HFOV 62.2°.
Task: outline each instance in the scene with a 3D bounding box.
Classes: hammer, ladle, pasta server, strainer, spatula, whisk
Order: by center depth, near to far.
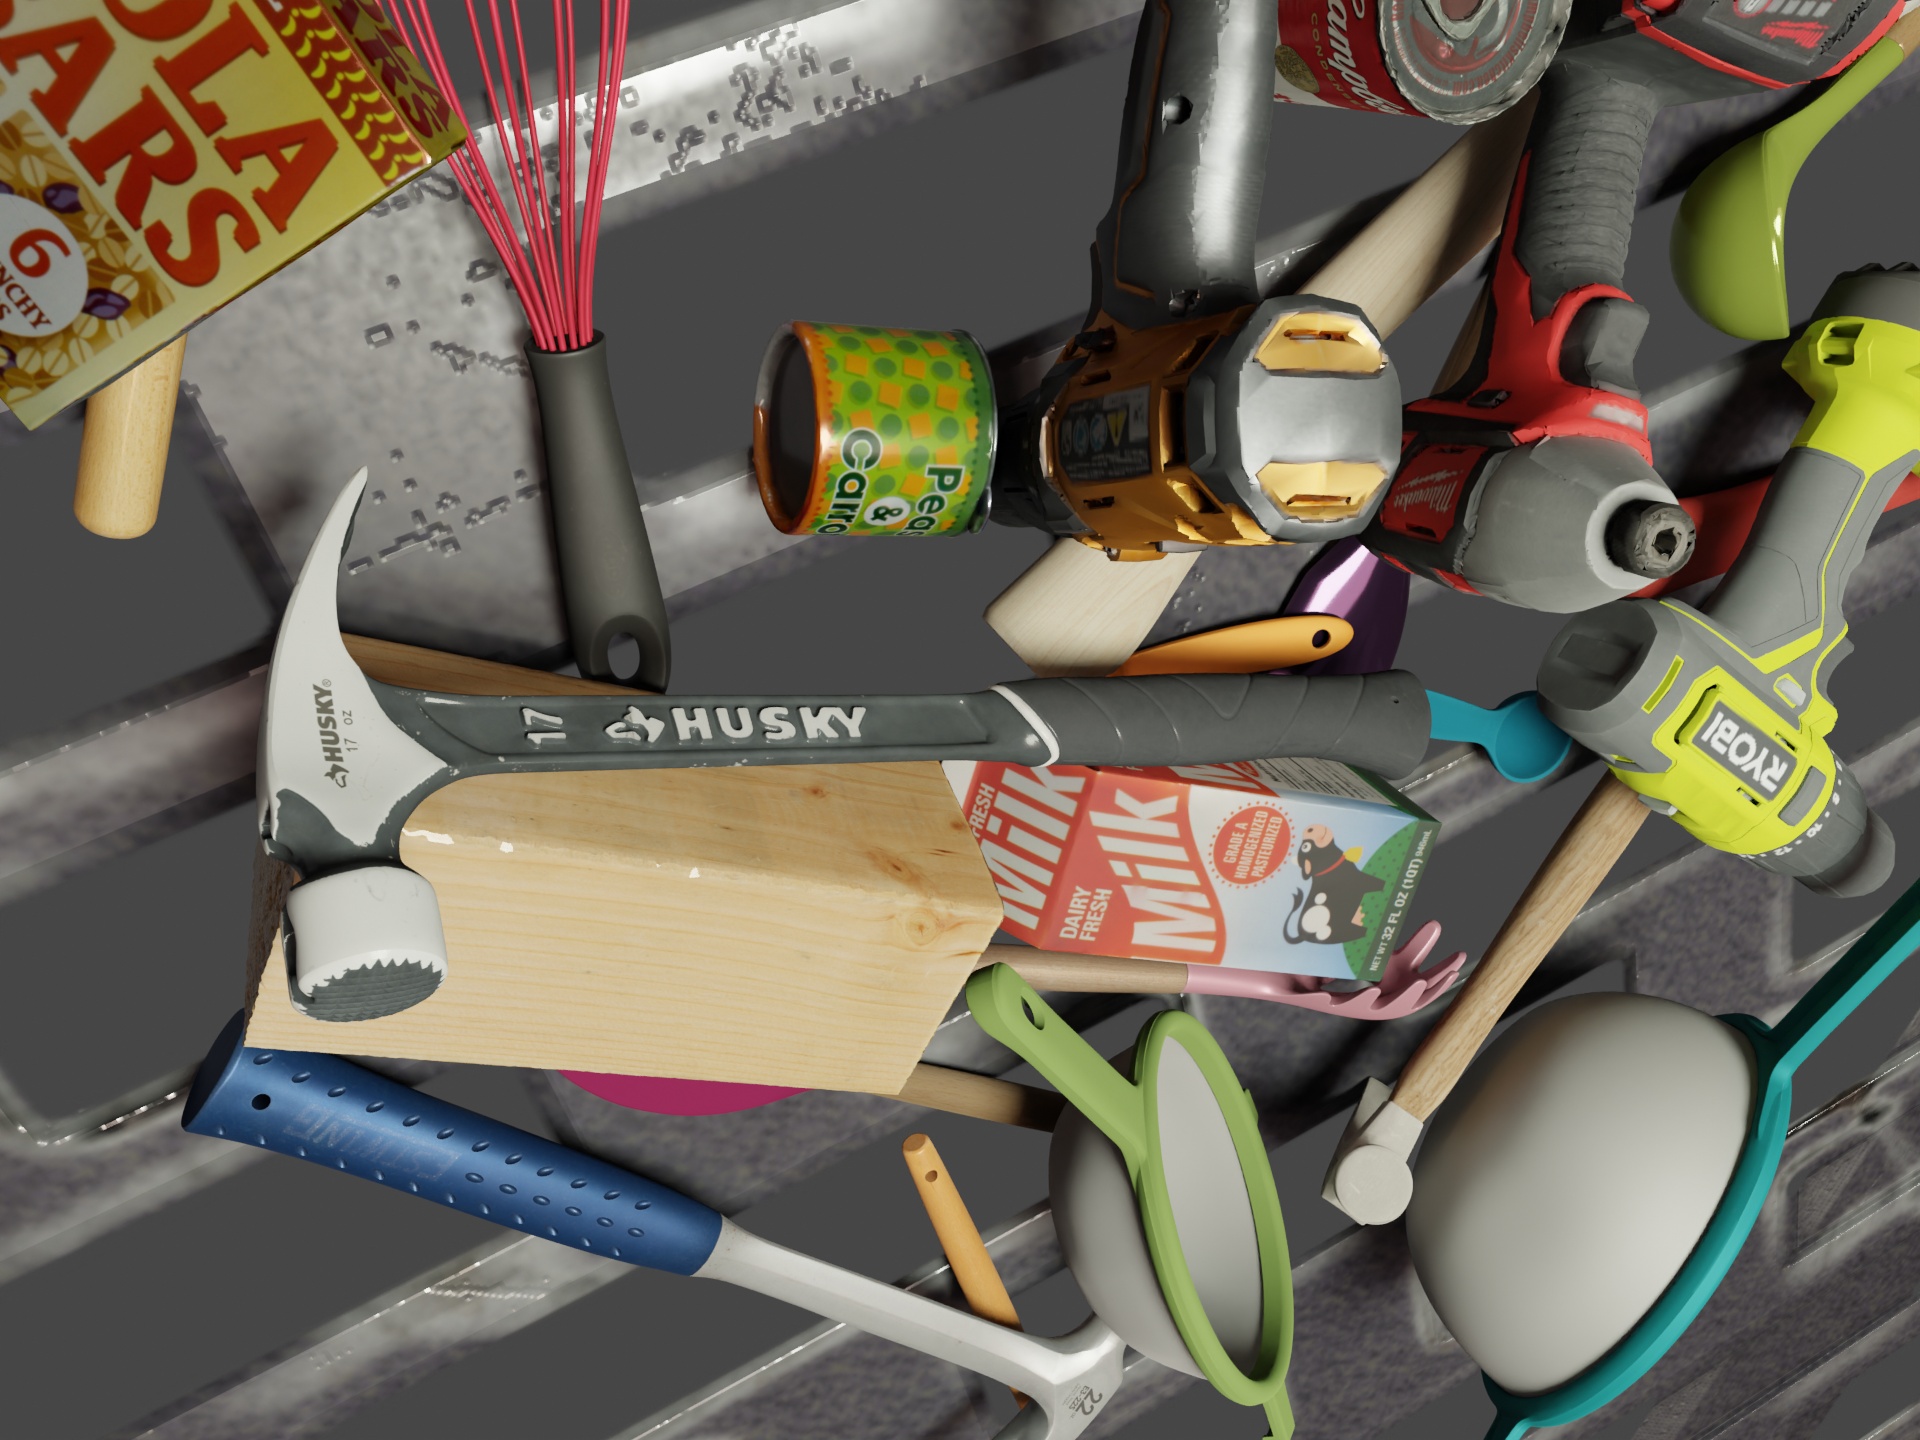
[{"bbox_3d":[-0.200,-0.161,0.399,0.051,0.047,0.245,16,110,-12],"label":"whisk"},{"bbox_3d":[-0.115,-0.126,0.449,0.073,0.073,0.295,-16,125,-19],"label":"whisk"},{"bbox_3d":[-0.001,-0.002,0.496,0.408,0.149,0.036,-1,147,-33],"label":"hammer"},{"bbox_3d":[0.157,-0.176,0.557,0.410,0.038,0.146,-45,112,3],"label":"hammer"},{"bbox_3d":[0.050,0.166,0.601,0.069,0.152,0.256,-20,134,22],"label":"strainer"},{"bbox_3d":[-0.092,0.209,0.607,0.405,0.035,0.144,31,94,-29],"label":"hammer"},{"bbox_3d":[0.190,-0.118,0.620,0.059,0.018,0.316,18,105,-23],"label":"spatula"},{"bbox_3d":[0.392,-0.279,0.622,0.320,0.062,0.078,-48,138,-2],"label":"ladle"},{"bbox_3d":[0.068,0.096,0.648,0.316,0.060,0.040,6,118,-23],"label":"pasta server"},{"bbox_3d":[0.293,0.152,0.692,0.095,0.211,0.340,32,121,8],"label":"strainer"},{"bbox_3d":[0.264,0.082,0.714,0.331,0.031,0.130,-53,165,-6],"label":"hammer"},{"bbox_3d":[0.431,-0.108,0.732,0.359,0.037,0.149,-20,120,-17],"label":"hammer"},{"bbox_3d":[0.029,0.306,0.738,0.081,0.041,0.322,-27,118,-12],"label":"spatula"}]

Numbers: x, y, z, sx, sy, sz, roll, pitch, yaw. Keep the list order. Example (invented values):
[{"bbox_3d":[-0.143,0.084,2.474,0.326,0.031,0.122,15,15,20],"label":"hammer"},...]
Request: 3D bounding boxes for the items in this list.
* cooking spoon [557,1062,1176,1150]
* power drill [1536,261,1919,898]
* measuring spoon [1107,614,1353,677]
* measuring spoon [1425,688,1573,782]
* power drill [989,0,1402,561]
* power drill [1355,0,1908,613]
[{"bbox_3d":[-0.017,0.147,0.643,0.318,0.017,0.068,20,109,-31],"label":"cooking spoon"},{"bbox_3d":[0.362,-0.048,0.650,0.190,0.080,0.228,31,93,-24],"label":"power drill"},{"bbox_3d":[0.101,-0.024,0.616,0.117,0.011,0.021,-10,114,-13],"label":"measuring spoon"},{"bbox_3d":[0.207,-0.003,0.687,0.128,0.021,0.042,12,104,-20],"label":"measuring spoon"},{"bbox_3d":[0.049,-0.160,0.465,0.084,0.185,0.226,-4,95,-24],"label":"power drill"},{"bbox_3d":[0.198,-0.141,0.483,0.078,0.143,0.219,13,101,-16],"label":"power drill"}]
